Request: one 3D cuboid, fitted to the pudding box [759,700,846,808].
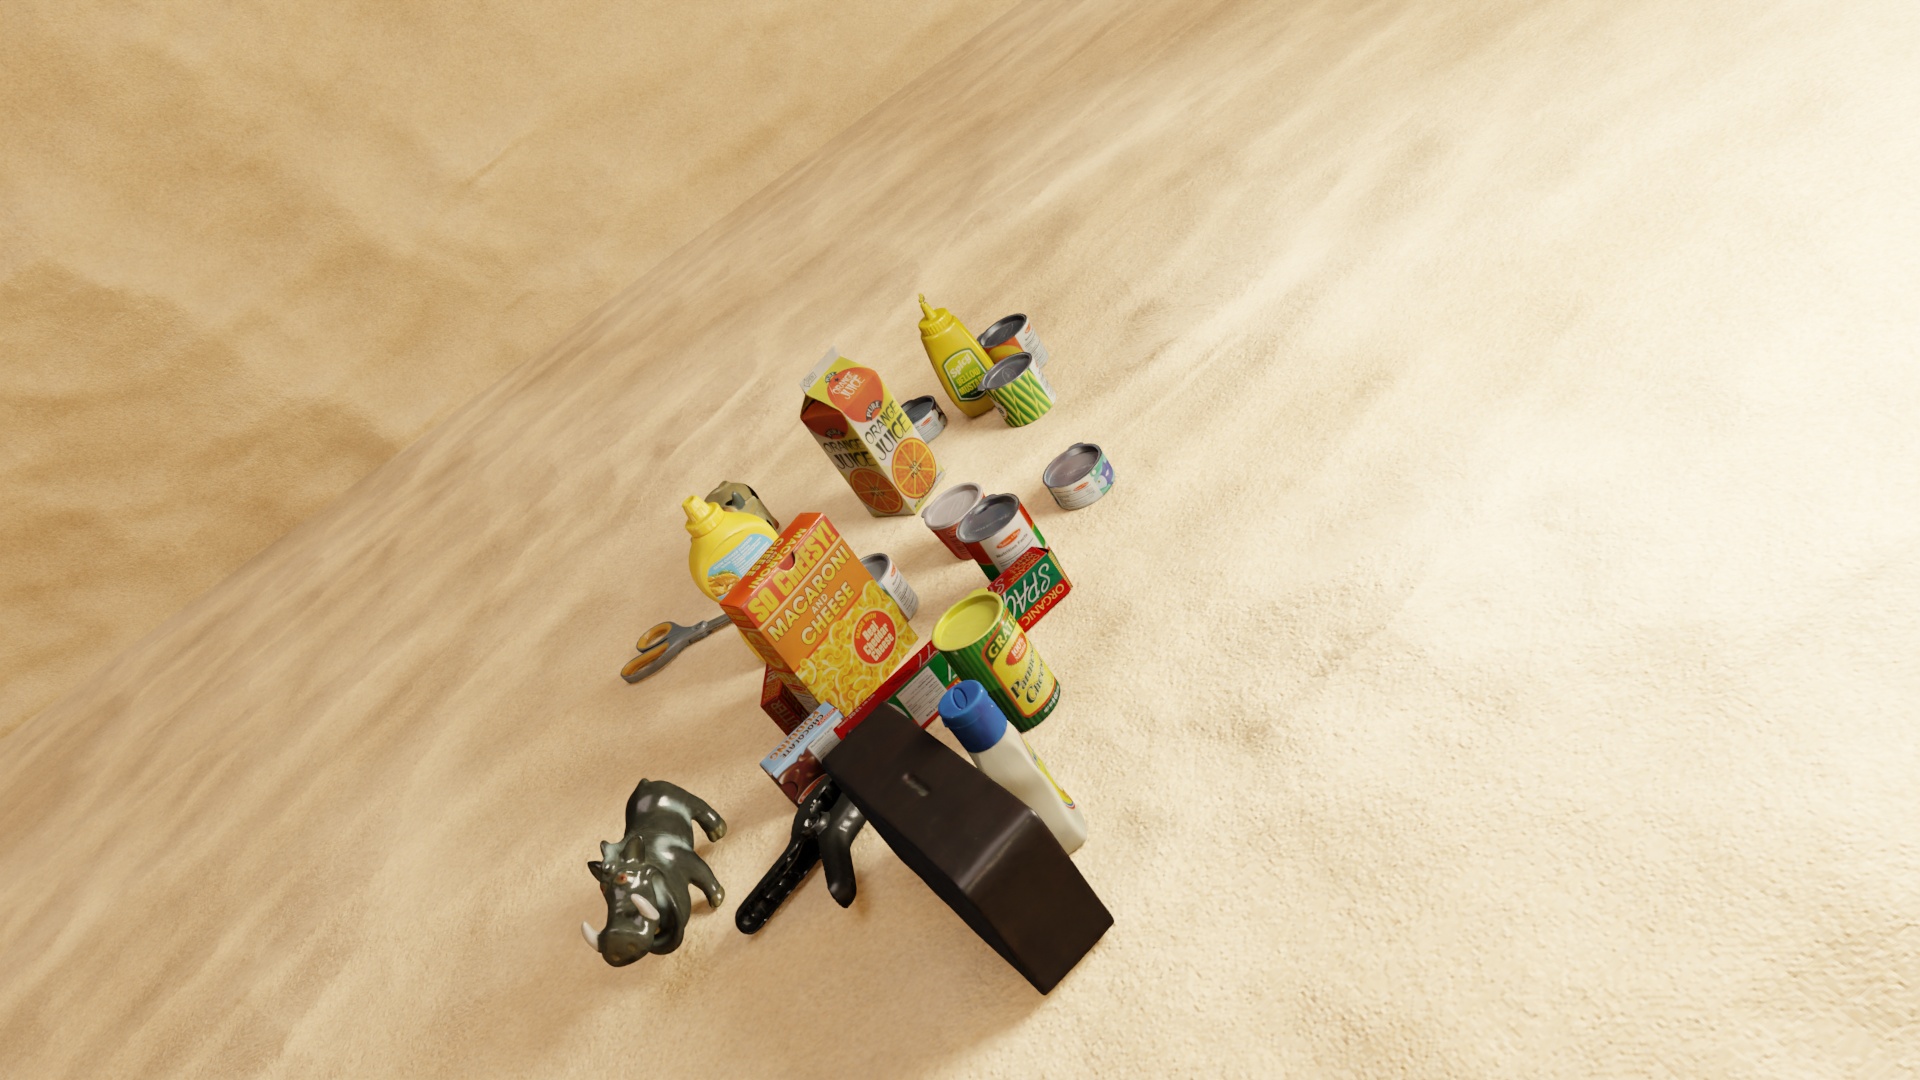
[{"bbox_3d":[-0.131,0.189,1.231,0.084,0.049,0.030,-44,29,-16],"label":"pudding box"}]

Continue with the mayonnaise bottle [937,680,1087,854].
[{"bbox_3d":[0.037,0.162,0.991,0.041,0.147,0.065,-35,28,1],"label":"mayonnaise bottle"}]

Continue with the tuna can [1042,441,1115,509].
[{"bbox_3d":[0.118,-0.064,1.374,0.071,0.032,0.071,-26,29,16],"label":"tuna can"}]

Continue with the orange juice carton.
[{"bbox_3d":[-0.105,-0.119,1.527,0.073,0.192,0.072,-4,41,44],"label":"orange juice carton"}]

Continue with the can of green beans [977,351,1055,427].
[{"bbox_3d":[0.066,-0.170,1.564,0.071,0.057,0.071,-26,29,16],"label":"can of green beans"}]

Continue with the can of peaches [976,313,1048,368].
[{"bbox_3d":[0.062,-0.228,1.658,0.071,0.058,0.071,-26,29,16],"label":"can of peaches"}]

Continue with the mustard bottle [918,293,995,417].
[{"bbox_3d":[-0.009,-0.218,1.611,0.065,0.159,0.049,-33,28,4],"label":"mustard bottle"}]

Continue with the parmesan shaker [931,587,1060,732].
[{"bbox_3d":[0.032,0.099,1.140,0.071,0.102,0.072,-26,29,16],"label":"parmesan shaker"}]

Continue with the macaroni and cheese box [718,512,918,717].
[{"bbox_3d":[-0.126,0.075,1.279,0.040,0.166,0.124,1,45,48],"label":"macaroni and cheese box"}]

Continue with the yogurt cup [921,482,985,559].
[{"bbox_3d":[0.005,-0.018,1.400,0.072,0.053,0.073,-26,29,16],"label":"yogurt cup"}]

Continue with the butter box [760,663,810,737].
[{"bbox_3d":[-0.165,0.139,1.341,0.024,0.053,0.104,-27,29,15],"label":"butter box"}]

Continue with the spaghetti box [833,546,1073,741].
[{"bbox_3d":[-0.003,0.103,1.227,0.251,0.050,0.029,-42,29,-14],"label":"spaghetti box"}]

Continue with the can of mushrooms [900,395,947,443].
[{"bbox_3d":[-0.052,-0.143,1.674,0.071,0.033,0.071,-26,29,16],"label":"can of mushrooms"}]

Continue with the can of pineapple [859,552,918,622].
[{"bbox_3d":[-0.085,0.056,1.378,0.071,0.057,0.071,-26,29,16],"label":"can of pineapple"}]

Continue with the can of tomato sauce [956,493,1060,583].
[{"bbox_3d":[0.045,0.007,1.288,0.071,0.083,0.071,-26,29,16],"label":"can of tomato sauce"}]
